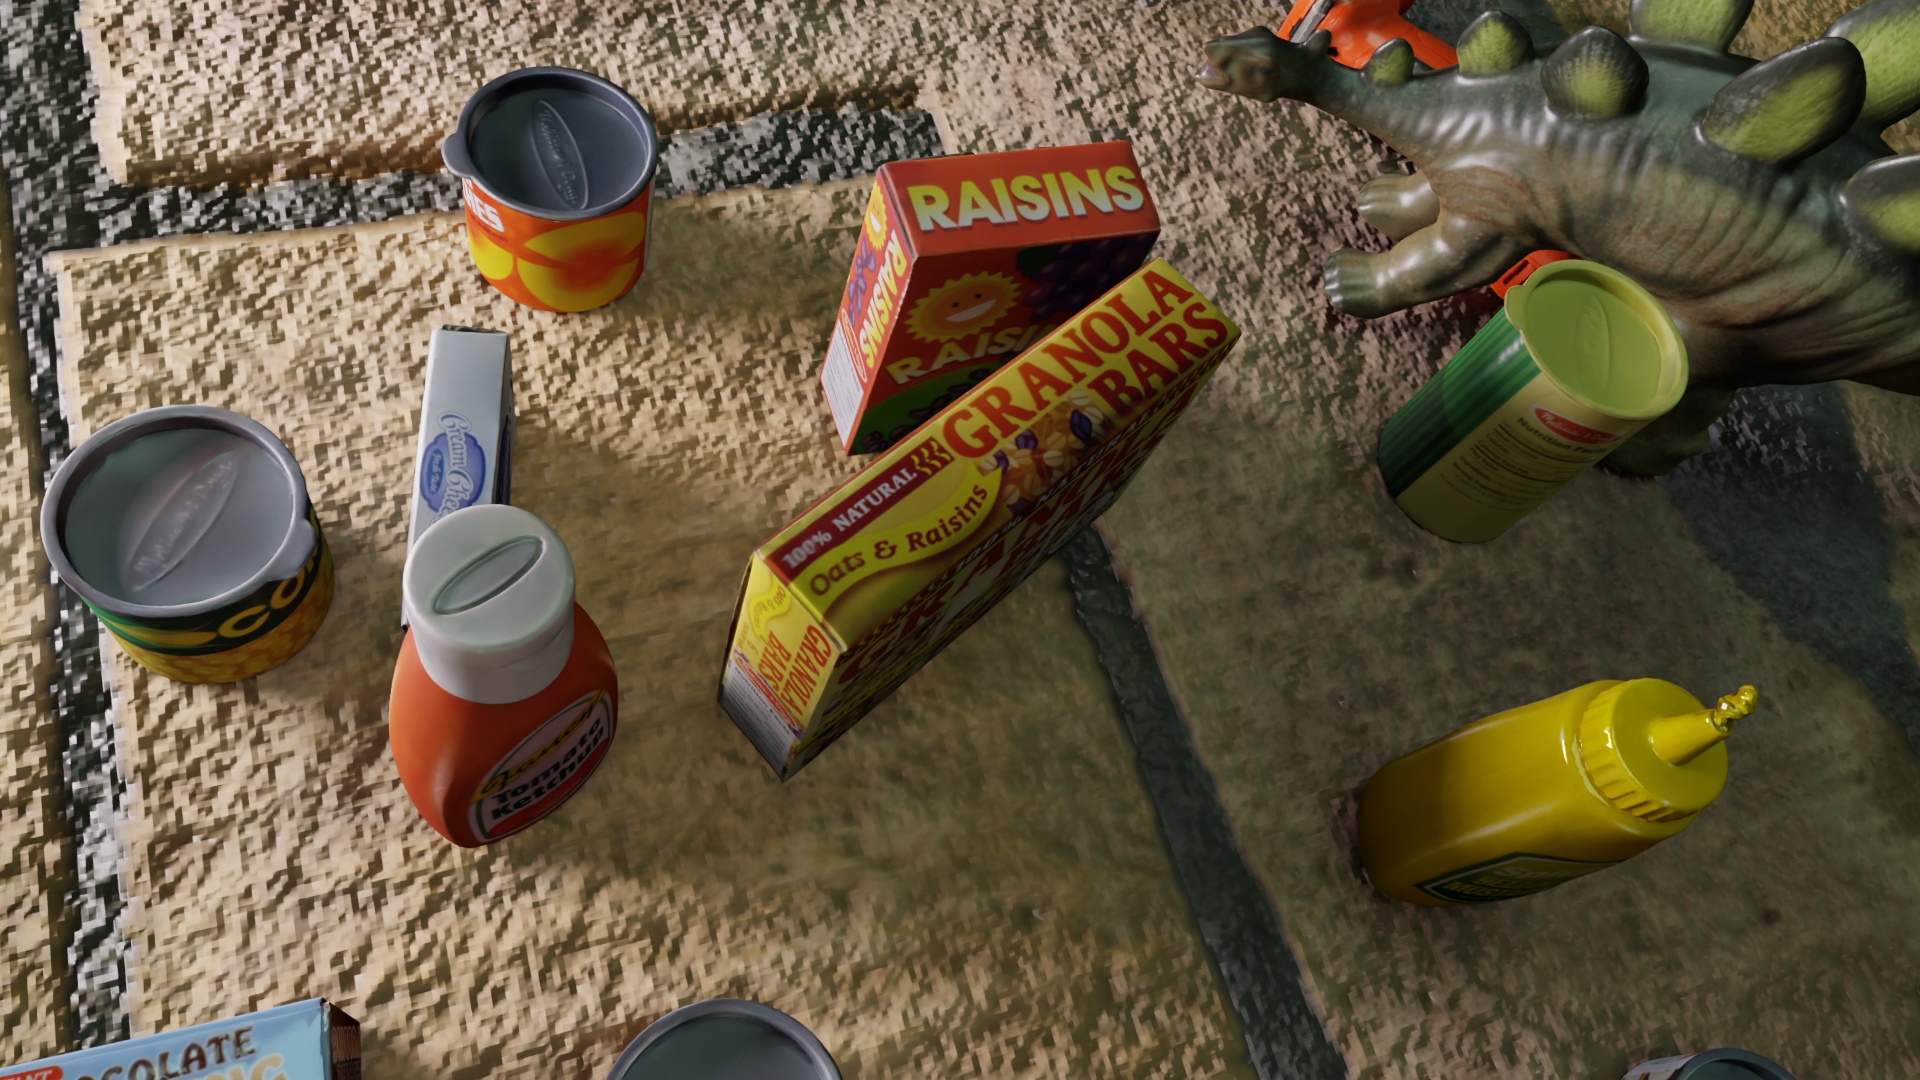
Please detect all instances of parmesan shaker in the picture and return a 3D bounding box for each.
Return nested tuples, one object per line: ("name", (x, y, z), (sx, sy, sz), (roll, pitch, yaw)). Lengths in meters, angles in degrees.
("parmesan shaker", (0.211, -0.051, 0.529), (0.071, 0.102, 0.071), (6, 64, -12))

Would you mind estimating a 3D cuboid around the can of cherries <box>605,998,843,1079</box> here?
("can of cherries", (-0.068, 0.164, 0.374), (0.071, 0.058, 0.072), (6, 64, -12))

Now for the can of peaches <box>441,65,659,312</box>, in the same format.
("can of peaches", (-0.145, -0.123, 0.493), (0.071, 0.057, 0.071), (6, 64, -12))

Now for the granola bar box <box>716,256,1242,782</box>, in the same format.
("granola bar box", (0.002, -0.005, 0.438), (0.166, 0.123, 0.039), (-39, 80, -27))

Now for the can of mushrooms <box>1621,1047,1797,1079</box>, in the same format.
("can of mushrooms", (0.249, 0.205, 0.454), (0.071, 0.033, 0.071), (6, 63, -12))

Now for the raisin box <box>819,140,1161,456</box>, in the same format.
("raisin box", (0.006, -0.080, 0.476), (0.086, 0.122, 0.040), (-10, 68, -19))

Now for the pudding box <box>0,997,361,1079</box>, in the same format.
("pudding box", (-0.200, 0.143, 0.354), (0.084, 0.049, 0.030), (-8, 67, -19))

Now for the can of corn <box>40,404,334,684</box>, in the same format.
("can of corn", (-0.222, 0.004, 0.411), (0.071, 0.058, 0.071), (6, 64, -12))

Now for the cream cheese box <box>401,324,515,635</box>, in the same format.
("cream cheese box", (-0.156, -0.010, 0.438), (0.024, 0.053, 0.104), (2, 64, -14))

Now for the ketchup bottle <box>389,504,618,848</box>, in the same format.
("ketchup bottle", (-0.122, 0.038, 0.370), (0.065, 0.148, 0.043), (-39, 80, -27))

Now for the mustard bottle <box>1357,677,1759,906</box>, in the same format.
("mustard bottle", (0.183, 0.076, 0.427), (0.065, 0.159, 0.049), (5, 64, -13))
